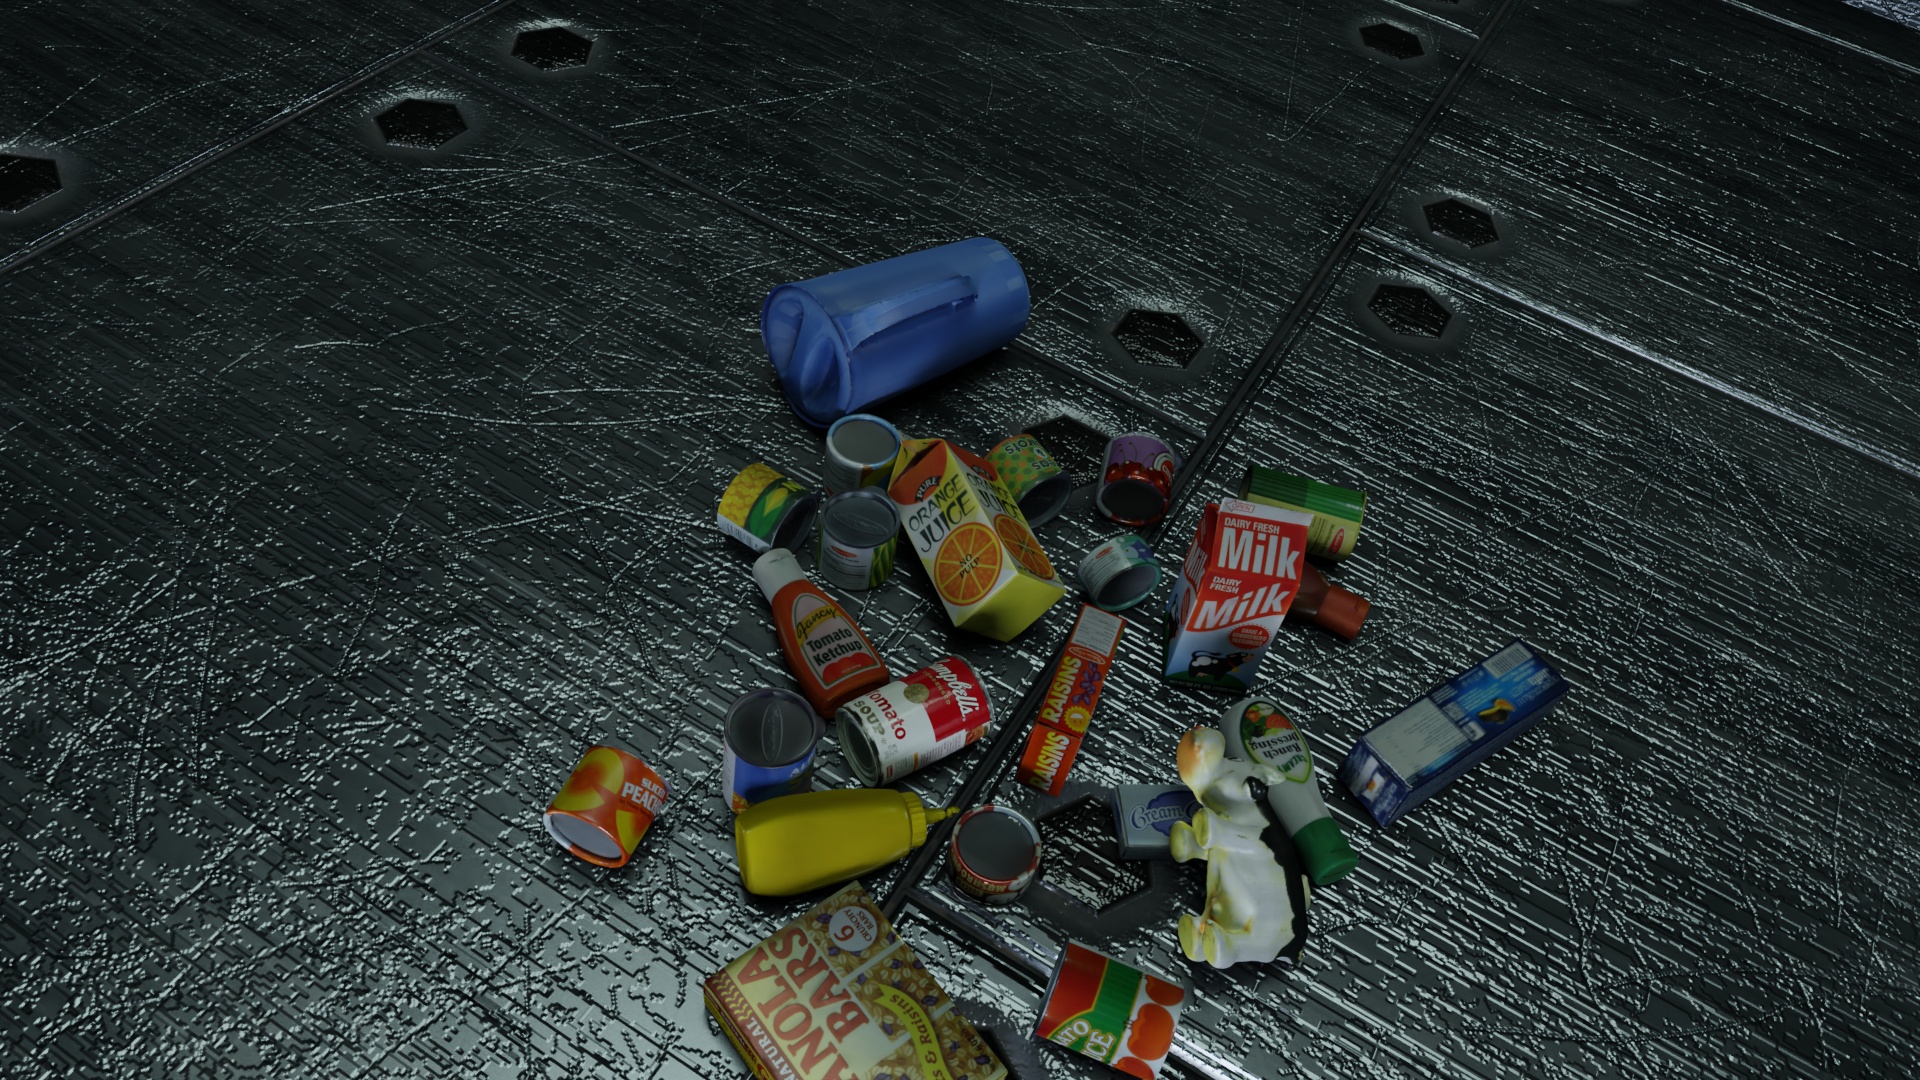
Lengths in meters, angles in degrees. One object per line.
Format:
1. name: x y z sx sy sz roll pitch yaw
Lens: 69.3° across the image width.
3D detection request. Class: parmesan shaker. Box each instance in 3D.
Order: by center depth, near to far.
1. parmesan shaker: 0.303 -0.027 1.247 0.103 0.071 0.072 16 49 3

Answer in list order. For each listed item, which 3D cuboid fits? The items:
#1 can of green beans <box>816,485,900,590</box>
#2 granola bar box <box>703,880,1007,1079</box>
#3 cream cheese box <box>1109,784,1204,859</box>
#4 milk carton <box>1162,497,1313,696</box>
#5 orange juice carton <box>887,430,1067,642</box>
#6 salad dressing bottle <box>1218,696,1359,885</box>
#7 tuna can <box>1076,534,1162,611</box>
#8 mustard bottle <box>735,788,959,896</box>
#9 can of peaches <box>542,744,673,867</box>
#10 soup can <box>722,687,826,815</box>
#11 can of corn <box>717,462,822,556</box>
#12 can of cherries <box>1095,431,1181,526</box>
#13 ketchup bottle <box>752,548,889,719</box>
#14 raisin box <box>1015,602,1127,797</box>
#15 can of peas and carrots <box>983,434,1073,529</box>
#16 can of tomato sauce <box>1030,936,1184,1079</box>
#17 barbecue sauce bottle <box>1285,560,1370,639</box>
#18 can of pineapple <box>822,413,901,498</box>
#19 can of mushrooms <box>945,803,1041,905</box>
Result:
1. can of green beans: -0.086 -0.001 1.159 0.071 0.057 0.071 5 49 -6
2. granola bar box: -0.069 0.320 0.897 0.125 0.038 0.166 -28 60 -30
3. cream cheese box: 0.168 0.212 1.045 0.104 0.024 0.053 2 49 -9
4. milk carton: 0.215 0.036 1.096 0.072 0.189 0.074 10 48 -3
5. orange juice carton: 0.004 -0.015 1.161 0.072 0.073 0.193 22 32 -49
6. salad dressing bottle: 0.252 0.191 1.066 0.064 0.043 0.148 -9 52 -24
7. tuna can: 0.136 0.029 1.173 0.071 0.070 0.033 -13 54 -21
8. mustard bottle: -0.076 0.206 0.980 0.160 0.065 0.049 -6 12 -22
9. can of peaches: -0.244 0.185 0.962 0.071 0.070 0.058 22 50 8
10. soup can: -0.135 0.156 0.997 0.071 0.083 0.072 5 49 -6
11. can of corn: -0.159 -0.026 1.160 0.058 0.070 0.071 30 51 16
12. can of cherries: 0.160 -0.055 1.246 0.071 0.071 0.059 14 49 2
13. ketchup bottle: -0.117 0.070 1.102 0.065 0.043 0.149 -20 56 -25
14. raisin box: 0.085 0.122 1.067 0.040 0.085 0.124 22 49 6
15. can of peas and carrots: 0.057 -0.053 1.223 0.071 0.070 0.059 -22 56 -26
16. can of tomato sauce: 0.097 0.312 0.918 0.083 0.070 0.071 21 49 6
17. barbecue sauce bottle: 0.279 0.037 1.206 0.149 0.043 0.065 26 56 11
18. can of pineapple: -0.085 -0.070 1.219 0.071 0.057 0.071 5 49 -6
19. can of mushrooms: 0.022 0.227 0.999 0.071 0.033 0.071 6 49 -7
